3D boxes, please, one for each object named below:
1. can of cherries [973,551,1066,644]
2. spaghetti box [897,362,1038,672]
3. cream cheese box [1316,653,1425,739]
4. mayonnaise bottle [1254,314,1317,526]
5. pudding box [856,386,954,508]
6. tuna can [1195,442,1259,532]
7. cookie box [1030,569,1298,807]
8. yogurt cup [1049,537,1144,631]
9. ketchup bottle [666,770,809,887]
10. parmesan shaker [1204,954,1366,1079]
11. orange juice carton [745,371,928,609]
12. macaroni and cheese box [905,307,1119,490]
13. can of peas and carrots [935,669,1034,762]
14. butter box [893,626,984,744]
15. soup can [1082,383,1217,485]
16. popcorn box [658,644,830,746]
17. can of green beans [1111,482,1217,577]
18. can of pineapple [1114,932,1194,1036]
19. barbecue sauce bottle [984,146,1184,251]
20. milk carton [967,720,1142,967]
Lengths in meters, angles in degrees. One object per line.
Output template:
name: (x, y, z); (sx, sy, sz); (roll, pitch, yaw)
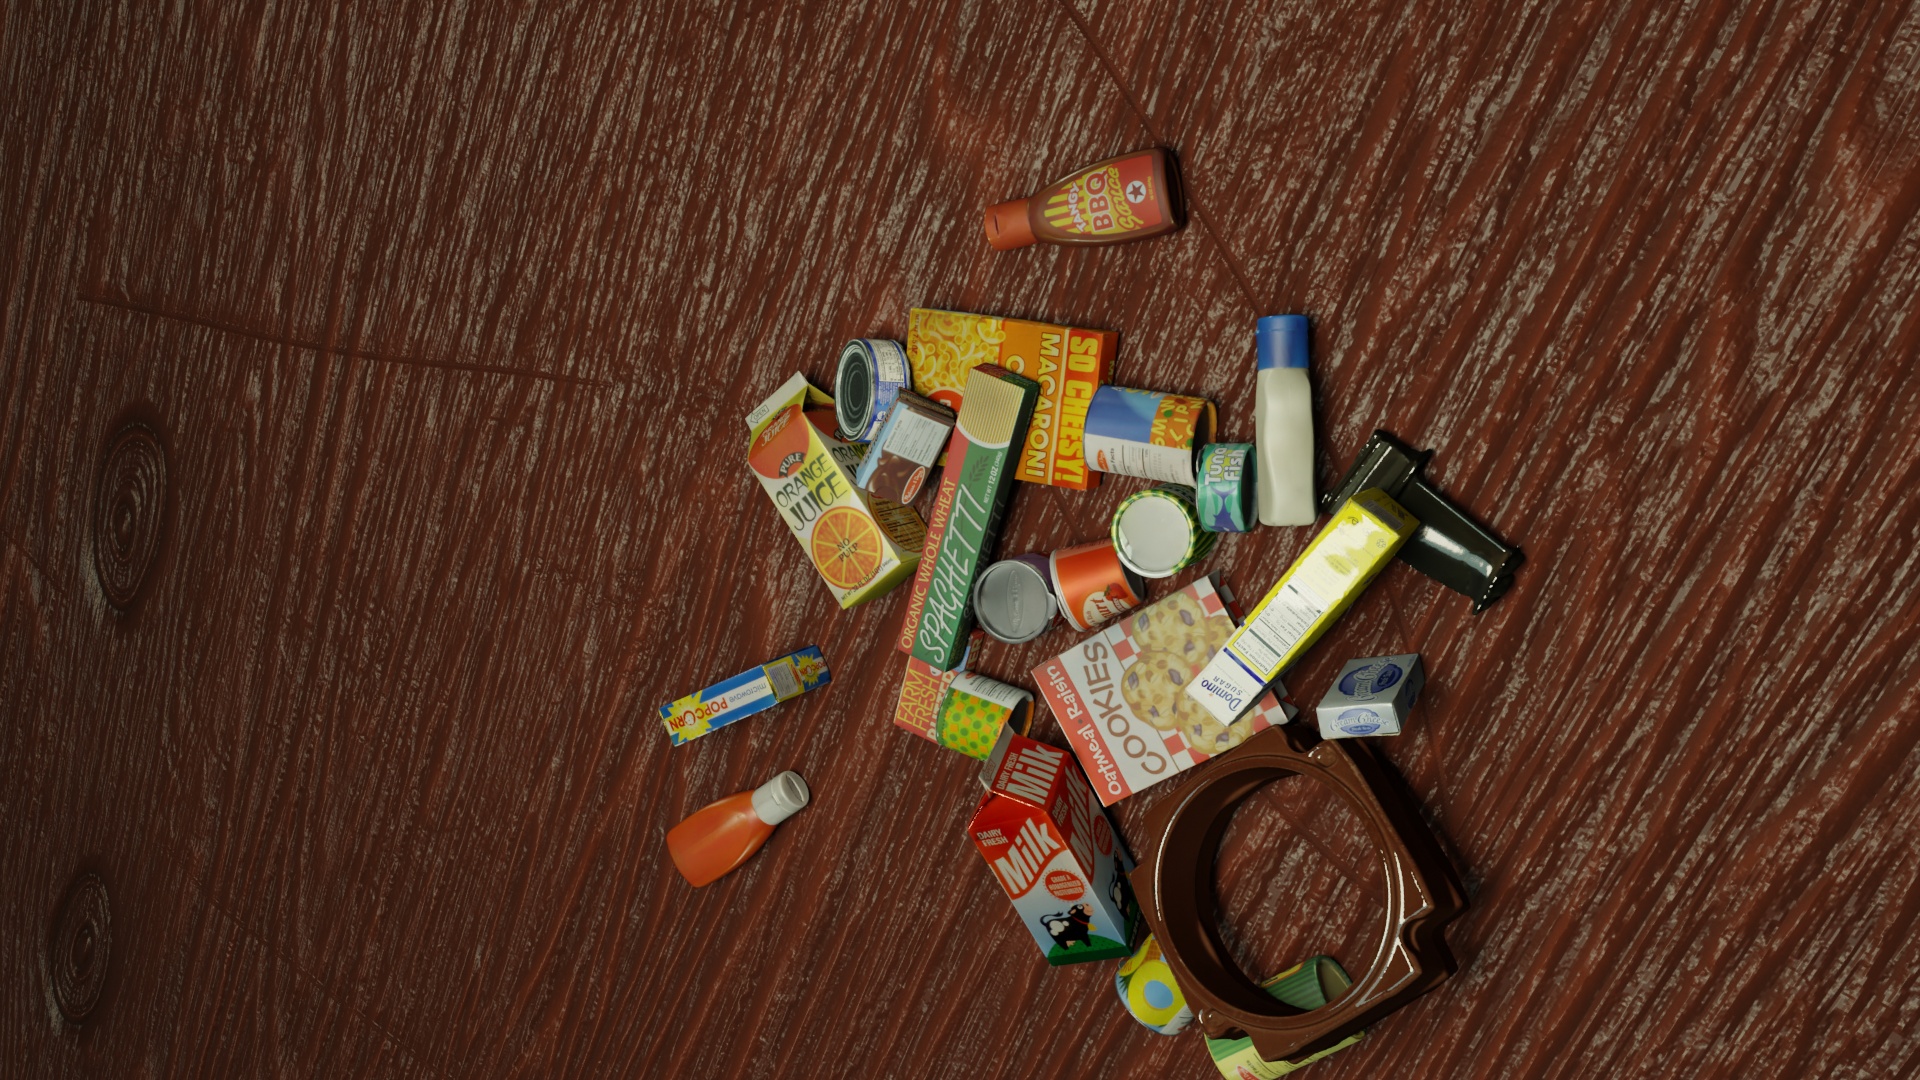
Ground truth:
can of cherries: (0.054, 0.045, 1.100); (0.071, 0.058, 0.071); (4, 98, 27)
spaghetti box: (0.004, -0.014, 1.093); (0.050, 0.029, 0.249); (24, 112, 22)
cream cheese box: (0.286, 0.108, 0.965); (0.053, 0.104, 0.024); (-9, 100, 29)
mayonnaise bottle: (0.232, -0.085, 0.990); (0.041, 0.065, 0.148); (-2, 93, 6)
pudding box: (-0.044, -0.073, 1.092); (0.050, 0.030, 0.083); (21, 115, -15)
tuna can: (0.195, -0.040, 1.010); (0.033, 0.071, 0.071); (2, 98, 25)
cookie box: (0.154, 0.115, 1.070); (0.167, 0.040, 0.123); (-31, 83, 26)
yogurt cup: (0.107, 0.031, 1.069); (0.054, 0.072, 0.072); (-21, 88, 20)
ketchup bottle: (-0.202, 0.259, 1.269); (0.148, 0.044, 0.065); (-35, 82, 26)
parmesan shaker: (0.246, 0.363, 1.045); (0.102, 0.071, 0.071); (-37, 81, 26)
orange juice carton: (-0.107, -0.045, 1.161); (0.071, 0.073, 0.193); (-39, 79, 26)
macaroni and cheese box: (0.036, -0.114, 1.097); (0.166, 0.040, 0.123); (12, 103, 26)
can of peas and carrots: (0.020, 0.147, 1.128); (0.059, 0.071, 0.070); (17, 105, 24)
butter box: (-0.019, 0.115, 1.166); (0.053, 0.024, 0.103); (21, 106, 24)
soup can: (0.142, -0.081, 1.034); (0.084, 0.071, 0.071); (11, 102, 25)
popcorn box: (-0.189, 0.136, 1.221); (0.126, 0.085, 0.038); (-24, 87, 27)
can of green beans: (0.153, -0.008, 1.042); (0.071, 0.058, 0.071); (4, 99, 26)
can of pineapple: (0.162, 0.339, 1.082); (0.071, 0.071, 0.057); (40, 113, 16)
barbecue sauce bottle: (0.091, -0.250, 1.047); (0.148, 0.044, 0.064); (-6, 96, 28)
milk carton: (0.068, 0.233, 1.073); (0.073, 0.073, 0.190); (-18, 112, 28)
